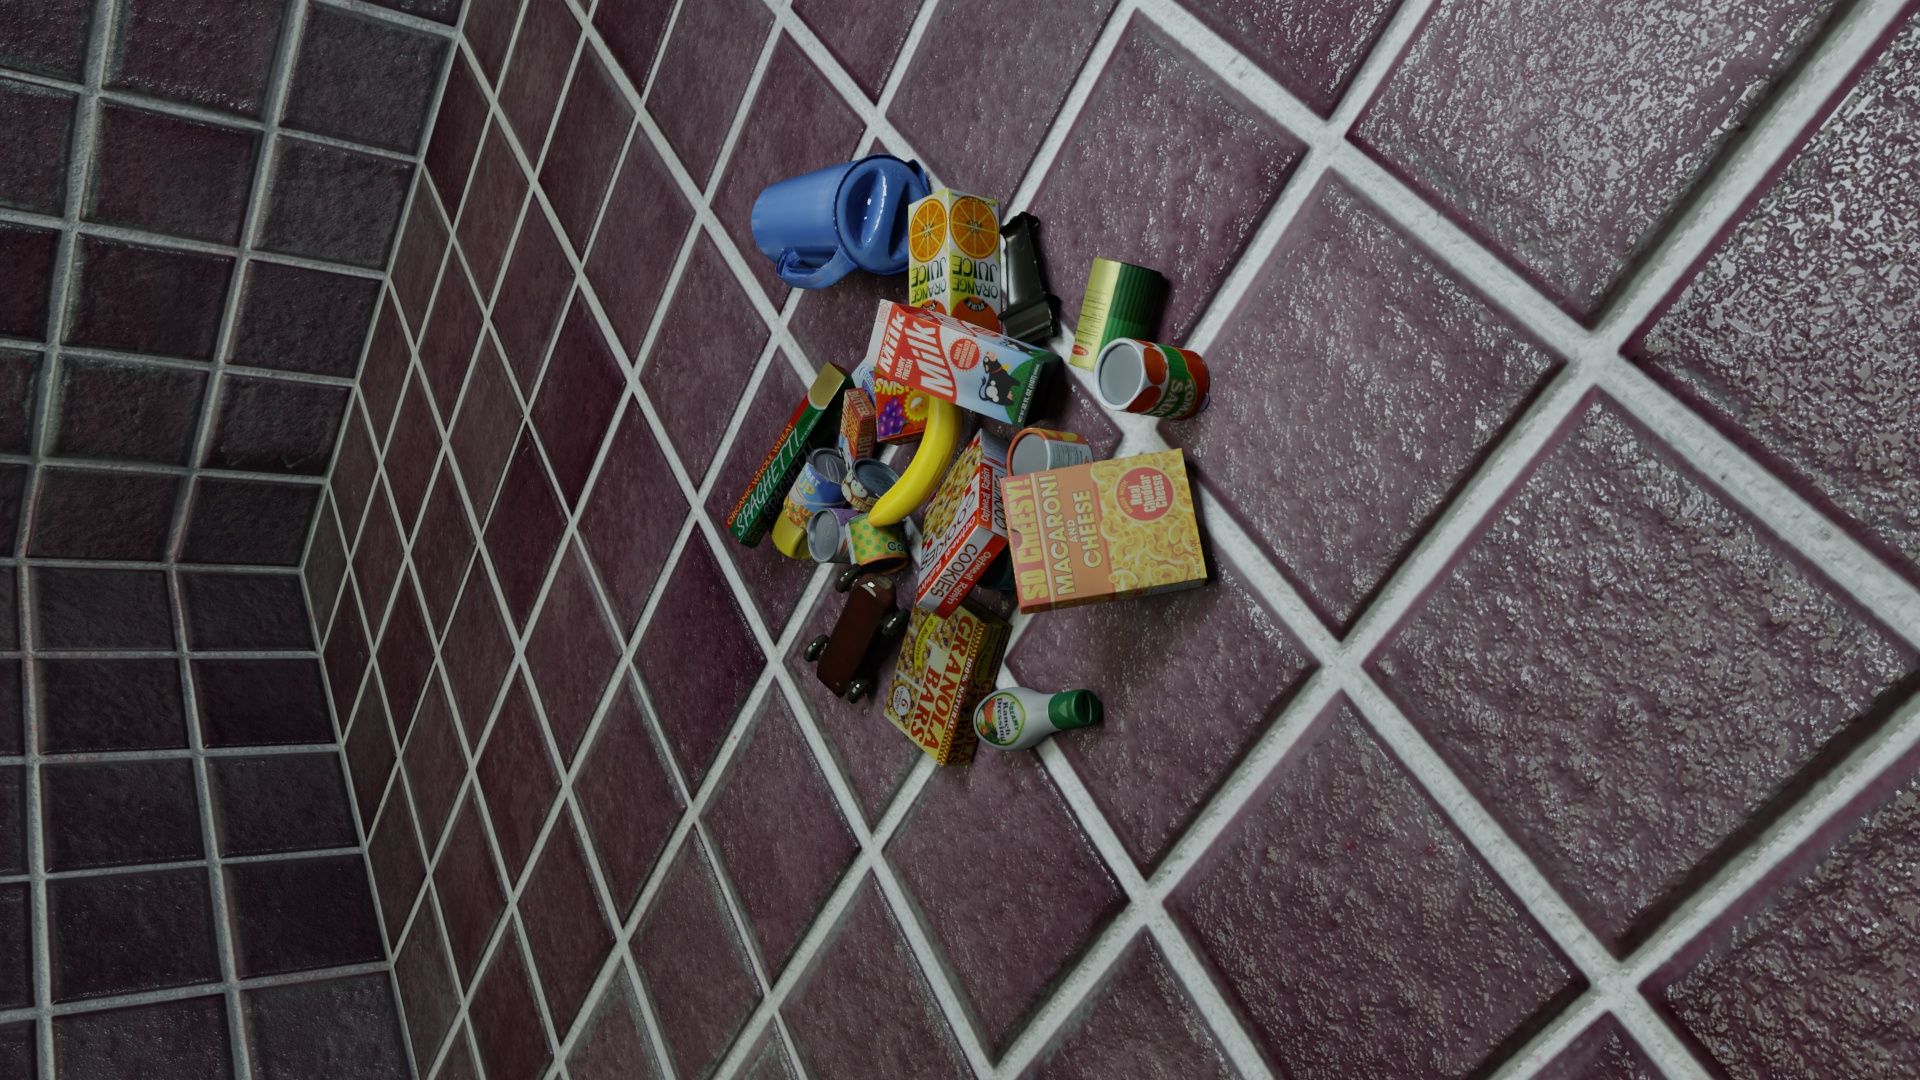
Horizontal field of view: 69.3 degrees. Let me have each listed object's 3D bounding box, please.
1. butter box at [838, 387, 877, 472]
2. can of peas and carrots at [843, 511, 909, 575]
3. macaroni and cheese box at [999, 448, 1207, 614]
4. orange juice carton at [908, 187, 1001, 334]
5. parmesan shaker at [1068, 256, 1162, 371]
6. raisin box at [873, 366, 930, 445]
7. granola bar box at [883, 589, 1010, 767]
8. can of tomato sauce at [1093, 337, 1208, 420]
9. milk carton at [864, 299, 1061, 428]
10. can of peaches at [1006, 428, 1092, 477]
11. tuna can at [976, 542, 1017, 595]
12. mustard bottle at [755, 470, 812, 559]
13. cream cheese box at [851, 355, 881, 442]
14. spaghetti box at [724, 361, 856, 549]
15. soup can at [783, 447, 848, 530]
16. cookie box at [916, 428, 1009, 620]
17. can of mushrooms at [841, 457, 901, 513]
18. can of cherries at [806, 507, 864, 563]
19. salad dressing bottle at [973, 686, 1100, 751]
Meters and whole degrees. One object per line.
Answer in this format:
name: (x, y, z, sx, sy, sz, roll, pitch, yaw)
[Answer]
butter box: (-0.121, -0.125, 1.631, 0.103, 0.024, 0.053, 103, 148, -47)
can of peas and carrots: (-0.093, 0.004, 1.583, 0.070, 0.071, 0.059, -32, 63, 45)
macaroni and cheese box: (0.126, -0.008, 1.245, 0.040, 0.166, 0.124, 75, -174, -74)
orange juice carton: (-0.006, -0.272, 1.494, 0.073, 0.072, 0.193, -9, 79, 51)
parmesan shaker: (0.147, -0.208, 1.302, 0.071, 0.071, 0.103, 26, 107, 49)
raisin box: (-0.052, -0.175, 1.549, 0.086, 0.040, 0.123, -10, 78, 30)
granola bar box: (-0.016, 0.141, 1.495, 0.124, 0.039, 0.165, 32, 111, 48)
can of tomato sauce: (0.172, -0.143, 1.251, 0.071, 0.083, 0.071, -6, 82, 51)
milk carton: (-0.003, -0.182, 1.405, 0.191, 0.074, 0.072, 21, 107, 13)
can of peaches: (0.086, -0.076, 1.373, 0.071, 0.058, 0.071, -5, 83, 50)
tuna can: (0.039, 0.022, 1.442, 0.071, 0.033, 0.071, -7, 81, 51)
mustard bottle: (-0.224, -0.043, 1.761, 0.065, 0.049, 0.161, -57, 46, 23)
cream cheese box: (-0.091, -0.170, 1.628, 0.053, 0.024, 0.104, -47, 53, 36)
spaghetti box: (-0.209, -0.104, 1.714, 0.249, 0.028, 0.050, -56, 45, 10)
soup can: (-0.171, -0.061, 1.679, 0.083, 0.071, 0.071, -55, 48, 33)
cookie box: (0.005, -0.018, 1.426, 0.122, 0.040, 0.168, -53, 20, 33)
can of mushrooms: (-0.101, -0.060, 1.595, 0.033, 0.071, 0.071, -57, 47, 32)
can of cherries: (-0.140, -0.007, 1.647, 0.071, 0.058, 0.071, -4, 85, 51)
salad dressing bottle: (0.075, 0.173, 1.375, 0.147, 0.044, 0.064, -18, 72, 49)
